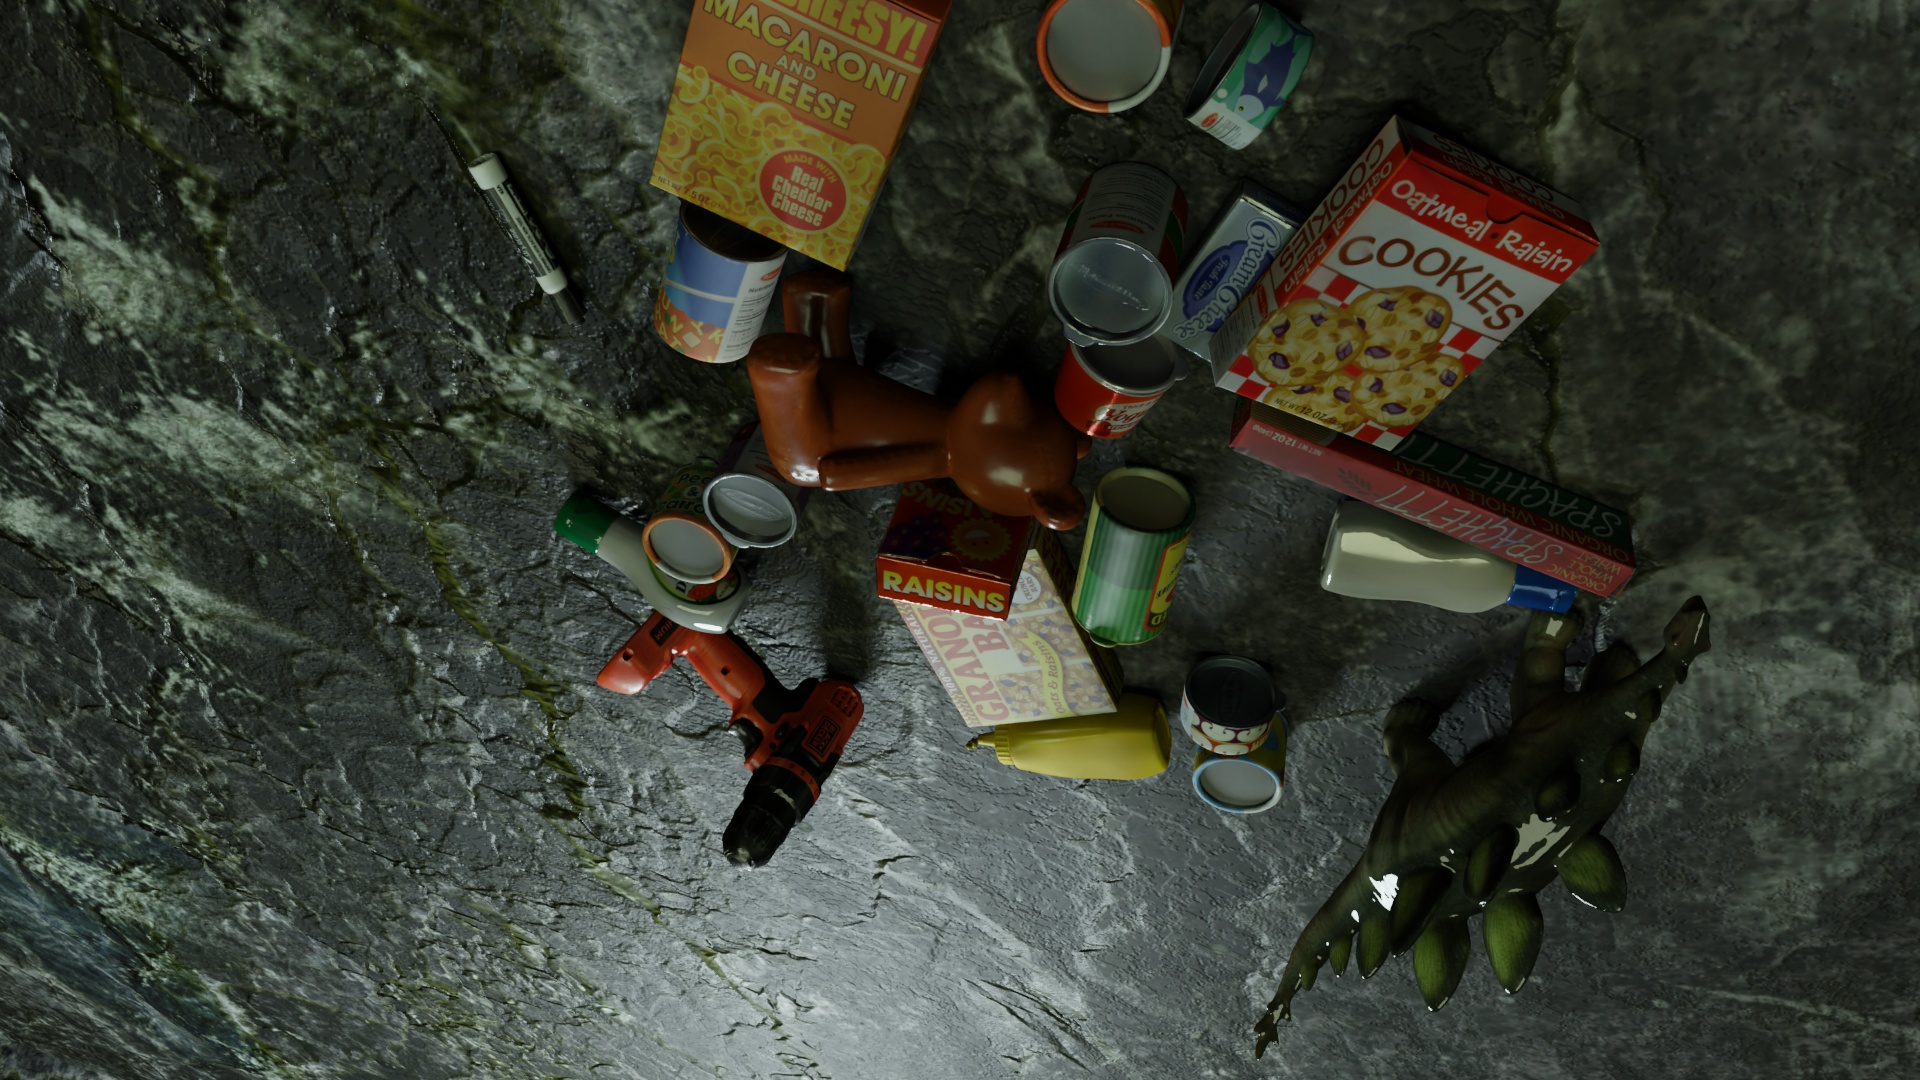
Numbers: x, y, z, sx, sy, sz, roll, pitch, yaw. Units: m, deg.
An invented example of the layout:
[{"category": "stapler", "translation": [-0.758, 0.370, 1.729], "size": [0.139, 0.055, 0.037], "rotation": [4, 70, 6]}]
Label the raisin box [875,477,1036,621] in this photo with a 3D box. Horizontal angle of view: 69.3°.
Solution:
[{"category": "raisin box", "translation": [0.003, -0.011, 0.883], "size": [0.086, 0.124, 0.039], "rotation": [11, 134, 8]}]

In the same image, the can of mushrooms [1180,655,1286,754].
[{"category": "can of mushrooms", "translation": [0.192, 0.117, 0.983], "size": [0.071, 0.071, 0.033], "rotation": [10, 134, 8]}]

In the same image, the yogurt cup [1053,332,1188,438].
[{"category": "yogurt cup", "translation": [0.089, -0.097, 0.819], "size": [0.072, 0.073, 0.053], "rotation": [22, 142, -3]}]

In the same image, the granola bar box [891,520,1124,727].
[{"category": "granola bar box", "translation": [0.032, 0.062, 1.002], "size": [0.124, 0.039, 0.165], "rotation": [-10, 128, 25]}]

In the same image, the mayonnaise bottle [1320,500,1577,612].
[{"category": "mayonnaise bottle", "translation": [0.306, 0.015, 0.871], "size": [0.148, 0.041, 0.064], "rotation": [10, 135, 7]}]

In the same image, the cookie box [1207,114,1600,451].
[{"category": "cookie box", "translation": [0.231, -0.129, 0.740], "size": [0.123, 0.040, 0.166], "rotation": [18, 136, -19]}]

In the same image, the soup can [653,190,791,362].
[{"category": "soup can", "translation": [-0.146, -0.160, 0.833], "size": [0.071, 0.072, 0.083], "rotation": [24, 135, -6]}]

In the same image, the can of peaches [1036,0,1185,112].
[{"category": "can of peaches", "translation": [0.072, -0.254, 0.681], "size": [0.071, 0.058, 0.070], "rotation": [9, 134, 9]}]

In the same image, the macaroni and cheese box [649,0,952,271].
[{"category": "macaroni and cheese box", "translation": [-0.090, -0.242, 0.755], "size": [0.124, 0.040, 0.165], "rotation": [23, 135, -6]}]

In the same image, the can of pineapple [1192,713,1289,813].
[{"category": "can of pineapple", "translation": [0.205, 0.158, 1.023], "size": [0.071, 0.058, 0.070], "rotation": [9, 134, 10]}]

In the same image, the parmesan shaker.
[{"category": "parmesan shaker", "translation": [0.112, 0.012, 0.906], "size": [0.071, 0.072, 0.102], "rotation": [13, 134, 6]}]

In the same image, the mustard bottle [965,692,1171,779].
[{"category": "mustard bottle", "translation": [0.078, 0.150, 1.062], "size": [0.160, 0.049, 0.065], "rotation": [-4, 130, 22]}]

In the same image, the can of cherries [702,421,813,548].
[{"category": "can of cherries", "translation": [-0.136, -0.037, 0.949], "size": [0.071, 0.059, 0.071], "rotation": [8, 134, 9]}]

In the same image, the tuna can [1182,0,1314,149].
[{"category": "tuna can", "translation": [0.142, -0.230, 0.679], "size": [0.033, 0.071, 0.070], "rotation": [29, 134, -11]}]

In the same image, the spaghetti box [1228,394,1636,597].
[{"category": "spaghetti box", "translation": [0.282, -0.034, 0.826], "size": [0.250, 0.050, 0.028], "rotation": [21, 136, -3]}]

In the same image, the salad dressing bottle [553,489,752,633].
[{"category": "salad dressing bottle", "translation": [-0.228, 0.014, 1.027], "size": [0.148, 0.064, 0.043], "rotation": [30, 143, 0]}]

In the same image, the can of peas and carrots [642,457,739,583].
[{"category": "can of peas and carrots", "translation": [-0.185, -0.014, 0.986], "size": [0.071, 0.059, 0.070], "rotation": [9, 134, 9]}]

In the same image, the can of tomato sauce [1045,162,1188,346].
[{"category": "can of tomato sauce", "translation": [0.086, -0.154, 0.752], "size": [0.071, 0.083, 0.070], "rotation": [9, 134, 10]}]

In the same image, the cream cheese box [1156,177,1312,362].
[{"category": "cream cheese box", "translation": [0.152, -0.148, 0.778], "size": [0.053, 0.024, 0.103], "rotation": [26, 134, -9]}]
